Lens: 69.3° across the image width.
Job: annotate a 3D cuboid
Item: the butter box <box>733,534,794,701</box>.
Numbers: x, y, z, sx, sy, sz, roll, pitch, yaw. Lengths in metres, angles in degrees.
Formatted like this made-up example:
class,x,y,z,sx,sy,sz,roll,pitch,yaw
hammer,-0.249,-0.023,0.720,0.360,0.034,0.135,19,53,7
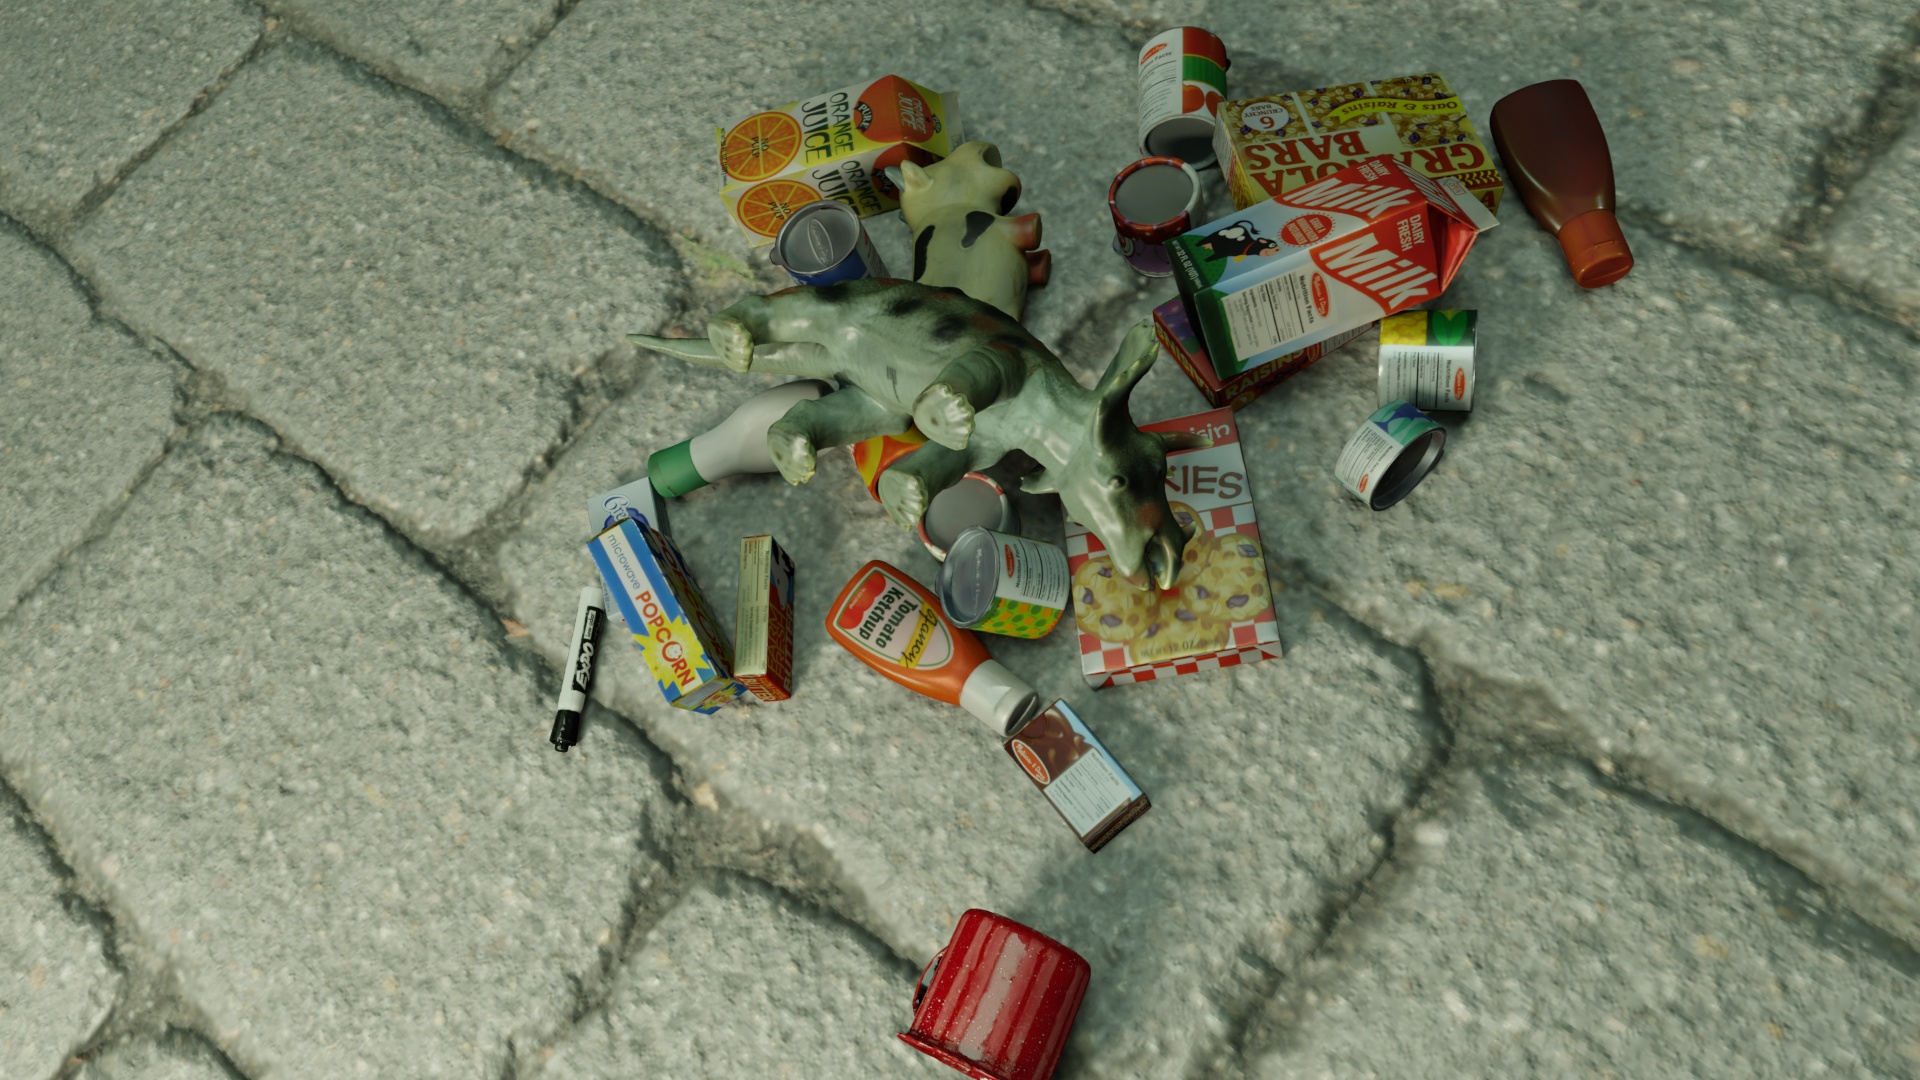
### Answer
class,x,y,z,sx,sy,sz,roll,pitch,yaw
butter box,-0.133,0.053,0.949,0.024,0.053,0.104,-7,64,11

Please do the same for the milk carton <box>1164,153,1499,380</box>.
class,x,y,z,sx,sy,sz,roll,pitch,yaw
milk carton,0.236,-0.181,0.882,0.190,0.073,0.073,-21,40,7

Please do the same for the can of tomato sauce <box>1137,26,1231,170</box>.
class,x,y,z,sx,sy,sz,roll,pitch,yaw
can of tomato sauce,0.167,-0.327,1.034,0.071,0.071,0.083,-4,65,15

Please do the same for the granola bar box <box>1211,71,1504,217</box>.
class,x,y,z,sx,sy,sz,roll,pitch,yaw
granola bar box,0.270,-0.261,0.956,0.166,0.039,0.125,-8,55,-2

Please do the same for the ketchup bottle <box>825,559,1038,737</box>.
class,x,y,z,sx,sy,sz,roll,pitch,yaw
ketchup bottle,-0.017,0.074,0.909,0.149,0.043,0.065,33,81,27

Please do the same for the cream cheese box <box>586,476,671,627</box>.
class,x,y,z,sx,sy,sz,roll,pitch,yaw
cream cheese box,-0.239,0.008,1.019,0.053,0.024,0.104,-21,61,5

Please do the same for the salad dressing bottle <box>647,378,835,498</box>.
class,x,y,z,sx,sy,sz,roll,pitch,yaw
salad dressing bottle,-0.157,-0.071,1.013,0.147,0.064,0.044,-19,50,16

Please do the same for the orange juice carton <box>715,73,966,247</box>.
class,x,y,z,sx,sy,sz,roll,pitch,yaw
orange juice carton,-0.091,-0.303,1.094,0.192,0.072,0.072,-13,62,10

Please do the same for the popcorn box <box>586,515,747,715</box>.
class,x,y,z,sx,sy,sz,roll,pitch,yaw
popcorn box,-0.195,0.051,0.933,0.038,0.085,0.127,-31,77,0

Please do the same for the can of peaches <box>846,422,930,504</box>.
class,x,y,z,sx,sy,sz,roll,pitch,yaw
can of peaches,-0.046,-0.066,0.970,0.071,0.071,0.058,-30,62,2

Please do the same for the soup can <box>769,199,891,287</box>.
class,x,y,z,sx,sy,sz,roll,pitch,yaw
soup can,-0.095,-0.202,1.041,0.071,0.083,0.071,-7,64,14

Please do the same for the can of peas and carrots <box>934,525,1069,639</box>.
class,x,y,z,sx,sy,sz,roll,pitch,yaw
can of peas and carrots,0.027,0.028,0.896,0.070,0.059,0.071,-25,59,51

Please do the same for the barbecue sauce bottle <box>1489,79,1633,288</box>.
class,x,y,z,sx,sy,sz,roll,pitch,yaw
barbecue sauce bottle,0.407,-0.239,0.931,0.065,0.043,0.149,-14,63,10

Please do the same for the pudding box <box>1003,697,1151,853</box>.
class,x,y,z,sx,sy,sz,roll,pitch,yaw
pudding box,0.072,0.144,0.856,0.050,0.030,0.084,-40,61,-3

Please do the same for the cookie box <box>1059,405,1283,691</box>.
class,x,y,z,sx,sy,sz,roll,pitch,yaw
cookie box,0.132,0.004,0.900,0.123,0.040,0.168,-11,64,11

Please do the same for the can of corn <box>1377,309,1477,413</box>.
class,x,y,z,sx,sy,sz,roll,pitch,yaw
can of corn,0.300,-0.116,0.893,0.058,0.071,0.071,3,67,19

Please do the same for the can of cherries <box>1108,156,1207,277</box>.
class,x,y,z,sx,sy,sz,roll,pitch,yaw
can of cherries,0.141,-0.232,0.999,0.071,0.058,0.072,-6,64,13

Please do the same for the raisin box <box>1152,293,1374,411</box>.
class,x,y,z,sx,sy,sz,roll,pitch,yaw
raisin box,0.207,-0.152,0.953,0.123,0.040,0.086,-31,61,-1

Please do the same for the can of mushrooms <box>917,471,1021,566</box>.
class,x,y,z,sx,sy,sz,roll,pitch,yaw
can of mushrooms,0.003,-0.012,0.950,0.071,0.033,0.071,-6,65,14

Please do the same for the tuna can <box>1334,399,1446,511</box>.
class,x,y,z,sx,sy,sz,roll,pitch,yaw
tuna can,0.271,-0.054,0.873,0.071,0.071,0.033,-41,60,-5
